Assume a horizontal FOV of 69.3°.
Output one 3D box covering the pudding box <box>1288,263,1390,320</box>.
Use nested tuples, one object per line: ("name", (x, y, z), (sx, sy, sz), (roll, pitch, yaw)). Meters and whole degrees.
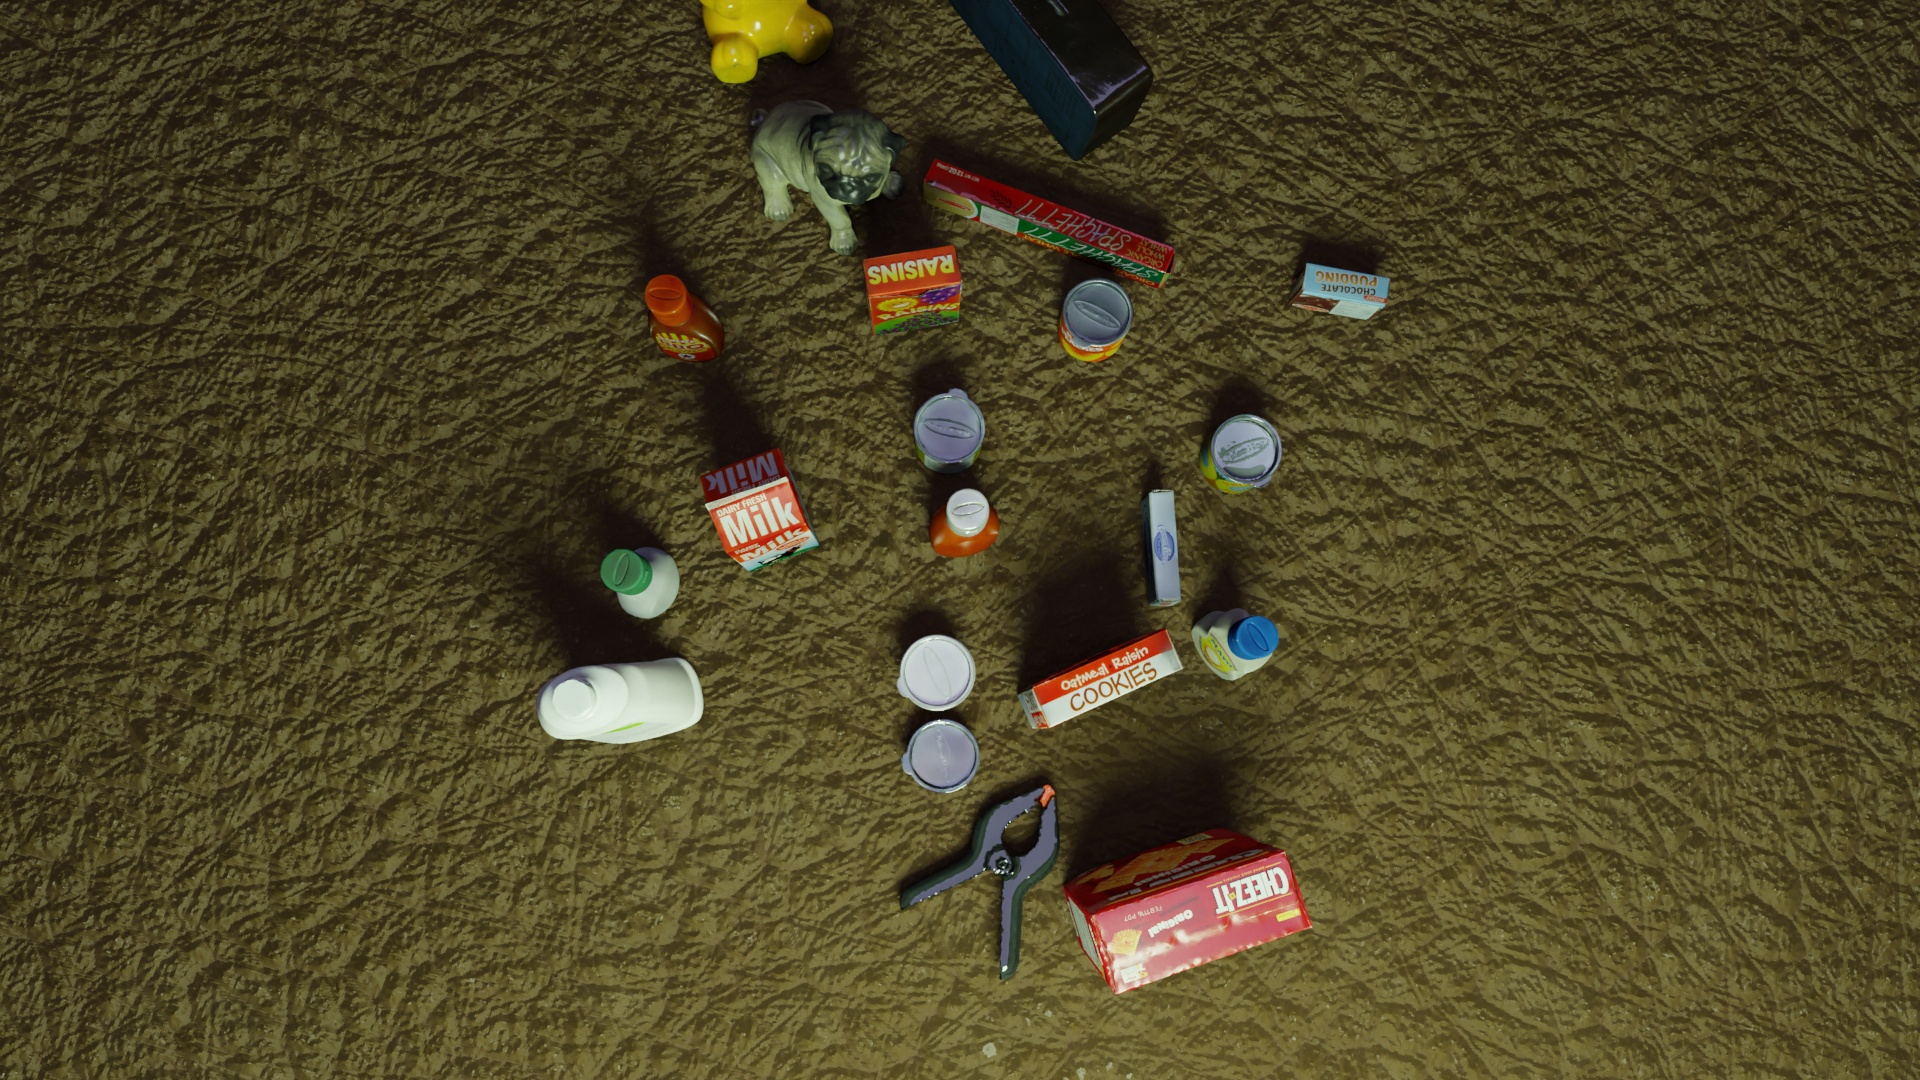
("pudding box", (0.363, -0.238, 1.334), (0.084, 0.049, 0.030), (10, 82, 0))

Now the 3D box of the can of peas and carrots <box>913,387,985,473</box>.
("can of peas and carrots", (-0.011, -0.101, 1.296), (0.071, 0.058, 0.071), (0, 82, -2))

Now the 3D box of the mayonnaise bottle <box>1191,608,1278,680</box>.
("mayonnaise bottle", (0.245, 0.090, 1.231), (0.041, 0.148, 0.065), (-34, 84, -6))

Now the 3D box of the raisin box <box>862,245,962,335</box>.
("raisin box", (-0.045, -0.229, 1.281), (0.086, 0.123, 0.040), (-9, 83, -3))

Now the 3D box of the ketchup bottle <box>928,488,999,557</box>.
("ketchup bottle", (0.004, -0.016, 1.238), (0.065, 0.148, 0.043), (-11, 83, -3))

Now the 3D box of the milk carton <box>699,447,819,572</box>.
("milk carton", (-0.175, -0.027, 1.213), (0.072, 0.190, 0.073), (-20, 83, -4))

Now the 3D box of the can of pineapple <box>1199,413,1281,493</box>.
("can of pineapple", (0.262, -0.078, 1.303), (0.071, 0.058, 0.071), (0, 82, -2))

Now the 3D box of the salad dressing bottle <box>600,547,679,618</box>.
("salad dressing bottle", (-0.282, 0.034, 1.221), (0.044, 0.147, 0.064), (16, 82, 0))

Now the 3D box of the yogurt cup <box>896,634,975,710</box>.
("yogurt cup", (-0.021, 0.121, 1.265), (0.072, 0.054, 0.072), (0, 82, -2))

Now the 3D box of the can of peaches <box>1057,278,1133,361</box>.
("can of peaches", (0.126, -0.206, 1.317), (0.071, 0.058, 0.071), (0, 82, -2))

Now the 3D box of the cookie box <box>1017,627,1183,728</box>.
("cookie box", (0.117, 0.122, 1.212), (0.123, 0.167, 0.040), (-24, 84, -5))

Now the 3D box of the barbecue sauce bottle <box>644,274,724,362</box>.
("barbecue sauce bottle", (-0.254, -0.201, 1.257), (0.065, 0.148, 0.044), (6, 82, -1))

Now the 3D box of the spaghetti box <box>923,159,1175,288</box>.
("spaghetti box", (0.085, -0.302, 1.334), (0.250, 0.050, 0.029), (21, 82, 1))

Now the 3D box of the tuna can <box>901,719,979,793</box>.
("tuna can", (-0.019, 0.197, 1.264), (0.071, 0.033, 0.071), (0, 82, -2))

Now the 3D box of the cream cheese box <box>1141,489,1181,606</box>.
("cream cheese box", (0.186, 0.008, 1.289), (0.024, 0.053, 0.104), (-3, 82, -2))
